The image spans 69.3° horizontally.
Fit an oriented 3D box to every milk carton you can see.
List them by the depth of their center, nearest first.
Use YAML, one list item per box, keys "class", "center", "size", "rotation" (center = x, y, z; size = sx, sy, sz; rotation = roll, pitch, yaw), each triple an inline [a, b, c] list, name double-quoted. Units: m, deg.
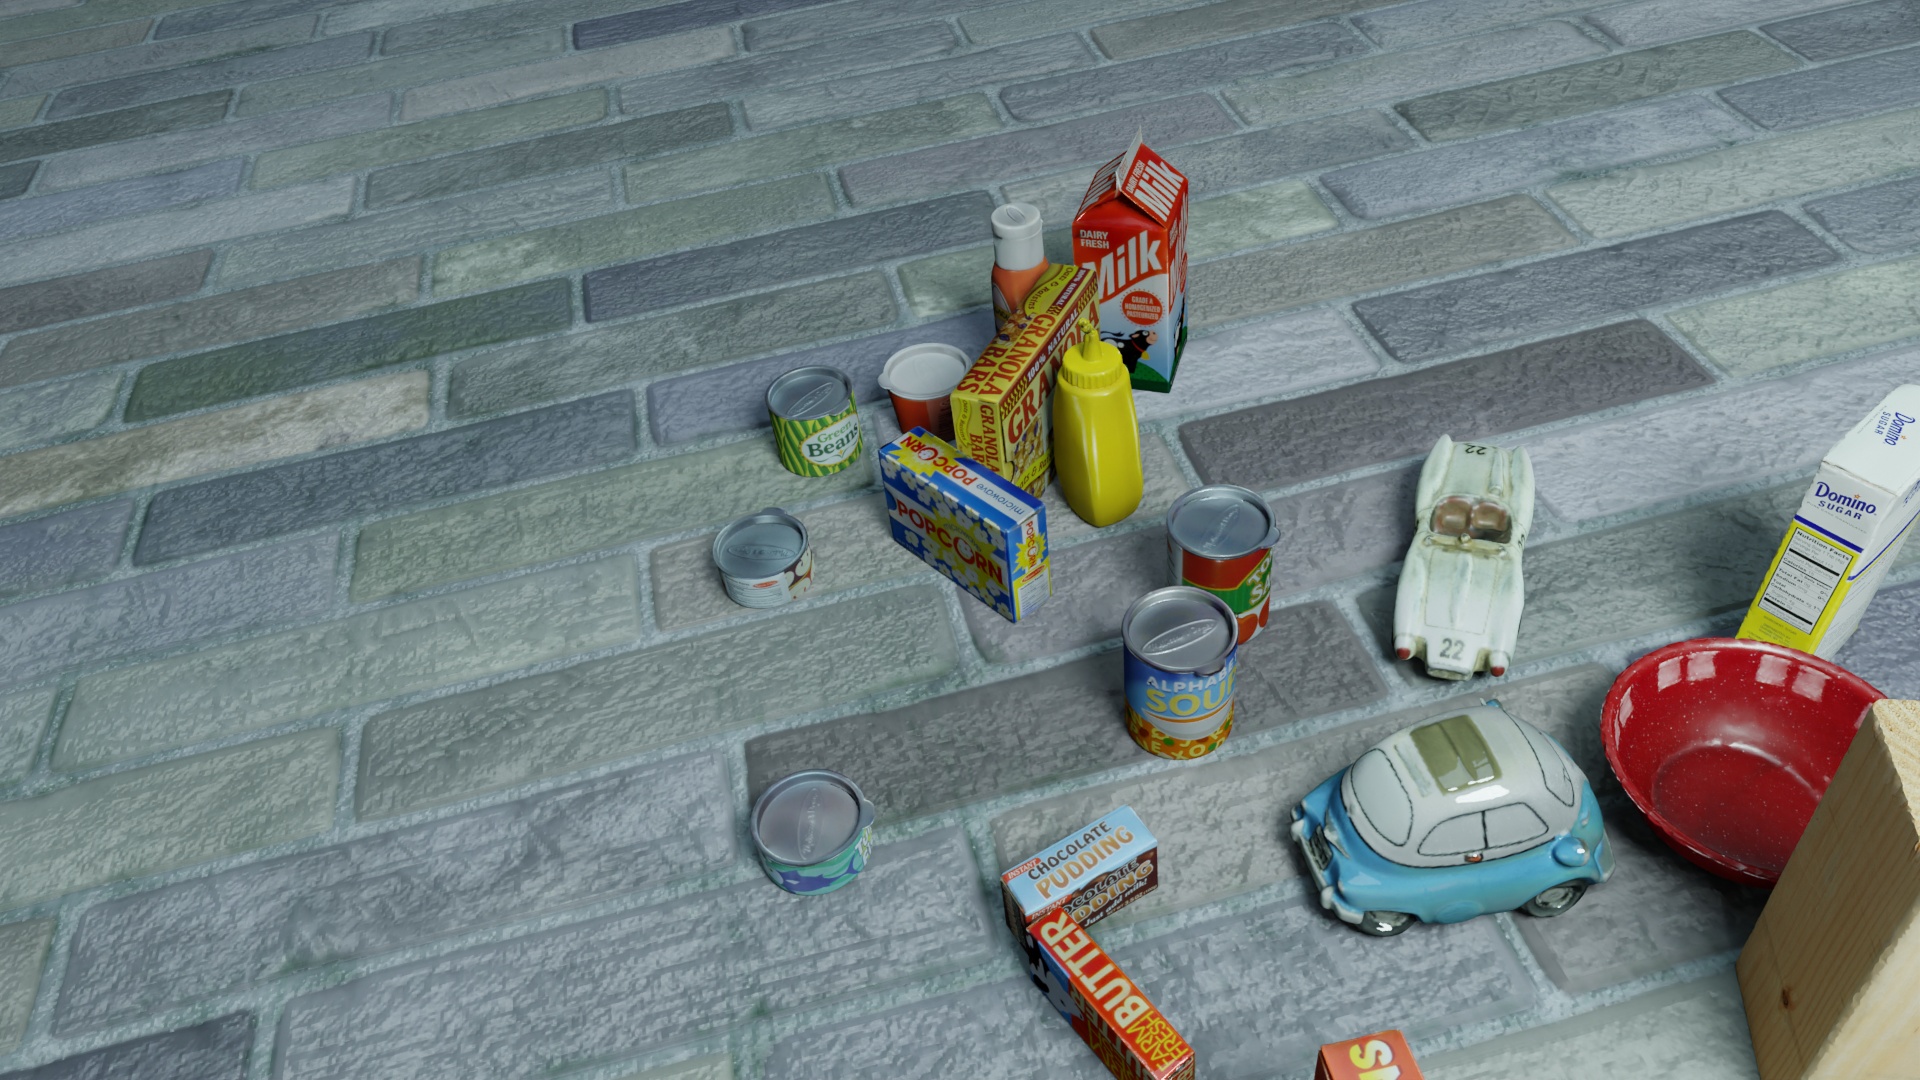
- class: "milk carton"
  center: [0.129, -0.209, 1.045]
  size: [0.073, 0.189, 0.073]
  rotation: [9, 46, 17]

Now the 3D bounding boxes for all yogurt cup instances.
- class: "yogurt cup"
  center: [-0.023, -0.111, 1.062]
  size: [0.072, 0.053, 0.073]
  rotation: [-4, 43, 4]

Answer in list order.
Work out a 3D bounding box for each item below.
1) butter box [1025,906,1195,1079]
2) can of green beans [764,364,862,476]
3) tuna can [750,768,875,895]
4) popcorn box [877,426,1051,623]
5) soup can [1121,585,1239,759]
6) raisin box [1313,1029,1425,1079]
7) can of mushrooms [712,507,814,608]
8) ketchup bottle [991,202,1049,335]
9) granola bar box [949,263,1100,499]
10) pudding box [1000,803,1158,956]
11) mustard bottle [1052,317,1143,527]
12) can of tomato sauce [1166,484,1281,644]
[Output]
- class: "butter box"
  center: [0.073, 0.234, 0.685]
  size: [0.024, 0.052, 0.104]
  rotation: [-30, 47, -22]
- class: "can of green beans"
  center: [-0.110, -0.090, 1.050]
  size: [0.071, 0.057, 0.071]
  rotation: [-4, 43, 4]
- class: "tuna can"
  center: [-0.082, 0.166, 0.793]
  size: [0.071, 0.032, 0.071]
  rotation: [-4, 43, 4]
- class: "popcorn box"
  center: [0.003, -0.012, 0.931]
  size: [0.038, 0.084, 0.127]
  rotation: [-36, 50, -26]
- class: "soup can"
  center: [0.130, 0.081, 0.816]
  size: [0.071, 0.083, 0.072]
  rotation: [-4, 43, 4]
- class: "raisin box"
  center: [0.177, 0.273, 0.577]
  size: [0.040, 0.122, 0.086]
  rotation: [-12, 43, -4]
- class: "can of mushrooms"
  center: [-0.135, 0.012, 0.963]
  size: [0.071, 0.033, 0.071]
  rotation: [-4, 43, 4]
- class: "ketchup bottle"
  center: [0.048, -0.185, 1.061]
  size: [0.043, 0.148, 0.065]
  rotation: [-22, 45, -14]
- class: "granola bar box"
  center: [0.052, -0.101, 0.990]
  size: [0.039, 0.123, 0.166]
  rotation: [15, 48, 23]
- class: "pudding box"
  center: [0.064, 0.182, 0.743]
  size: [0.084, 0.049, 0.030]
  rotation: [-25, 46, -17]
- class: "mustard bottle"
  center: [0.092, -0.084, 0.939]
  size: [0.049, 0.159, 0.065]
  rotation: [-24, 45, -16]
- class: "can of tomato sauce"
  center: [0.166, 0.017, 0.878]
  size: [0.071, 0.082, 0.071]
  rotation: [-4, 43, 4]
